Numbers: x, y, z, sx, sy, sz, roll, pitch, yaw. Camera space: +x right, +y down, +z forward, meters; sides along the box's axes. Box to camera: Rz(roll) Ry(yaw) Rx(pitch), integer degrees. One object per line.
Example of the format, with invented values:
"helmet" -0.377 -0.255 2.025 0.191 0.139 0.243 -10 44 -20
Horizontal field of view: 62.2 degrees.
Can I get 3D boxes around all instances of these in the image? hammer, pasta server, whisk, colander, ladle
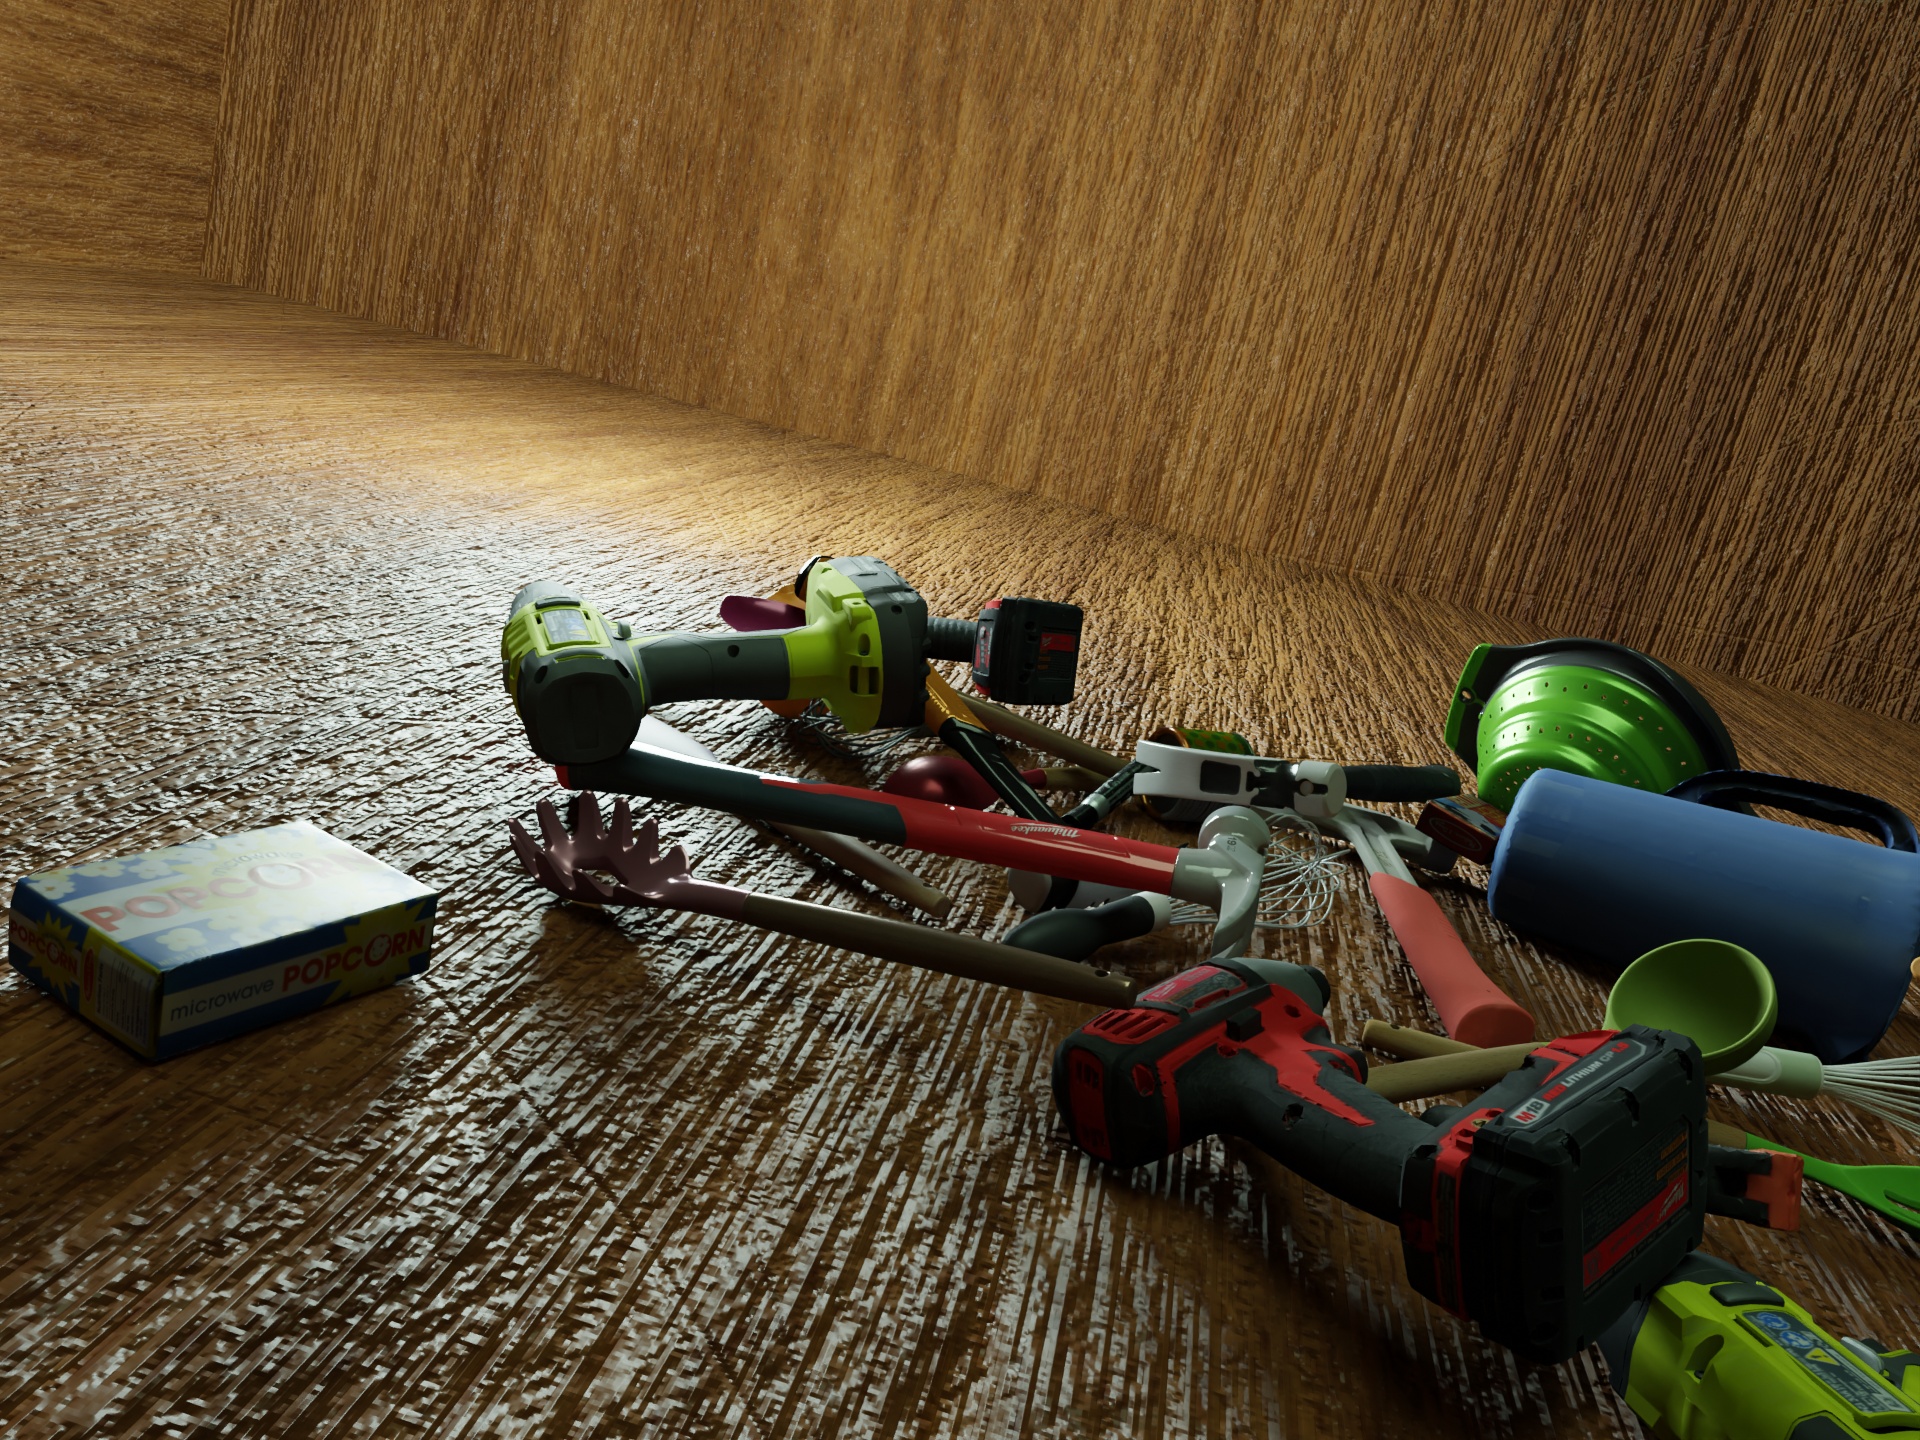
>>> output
"hammer" 0.251 0.041 1.072 0.146 0.035 0.334 6 1 38
"pasta server" -0.071 0.081 0.701 0.316 0.040 0.060 9 26 28
"whisk" -0.031 -0.002 1.127 0.055 0.055 0.239 23 14 32
"whisk" 0.123 0.099 0.879 0.284 0.070 0.070 -8 26 -44
"hammer" 0.271 0.116 0.985 0.149 0.036 0.359 14 14 1
"colander" 0.507 0.087 1.117 0.397 0.204 0.094 32 48 28
"ladle" 0.255 0.151 0.746 0.320 0.062 0.078 -3 18 -25
"hammer" -0.038 0.058 0.830 0.386 0.038 0.143 9 22 12
"ladle" 0.072 0.042 1.101 0.315 0.031 0.069 1 22 -45
"hammer" -0.002 -0.003 1.004 0.127 0.034 0.337 -2 38 -42
"whisk" 0.469 0.195 0.862 0.246 0.058 0.059 10 -20 0

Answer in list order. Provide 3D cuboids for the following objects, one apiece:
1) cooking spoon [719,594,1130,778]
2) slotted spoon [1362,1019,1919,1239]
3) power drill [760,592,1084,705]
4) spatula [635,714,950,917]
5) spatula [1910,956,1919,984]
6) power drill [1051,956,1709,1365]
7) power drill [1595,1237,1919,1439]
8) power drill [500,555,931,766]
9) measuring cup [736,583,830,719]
"cooking spoon" -0.013 -0.016 1.076 0.318 0.017 0.069 22 27 -10
"slotted spoon" 0.353 0.199 0.775 0.314 0.031 0.070 16 15 13
"power drill" -0.037 -0.065 1.226 0.227 0.080 0.188 9 4 25
"spatula" -0.120 0.046 0.922 0.316 0.018 0.059 25 19 40
"spatula" 0.635 0.175 0.996 0.081 0.041 0.322 28 2 43
"power drill" 0.155 0.144 0.605 0.143 0.078 0.220 -17 17 -38
"power drill" 0.342 0.231 0.554 0.223 0.080 0.171 7 12 -16
"power drill" -0.147 -0.043 0.914 0.228 0.080 0.191 -6 23 -19
"measuring cup" -0.147 -0.033 1.104 0.173 0.095 0.052 -17 39 -26
